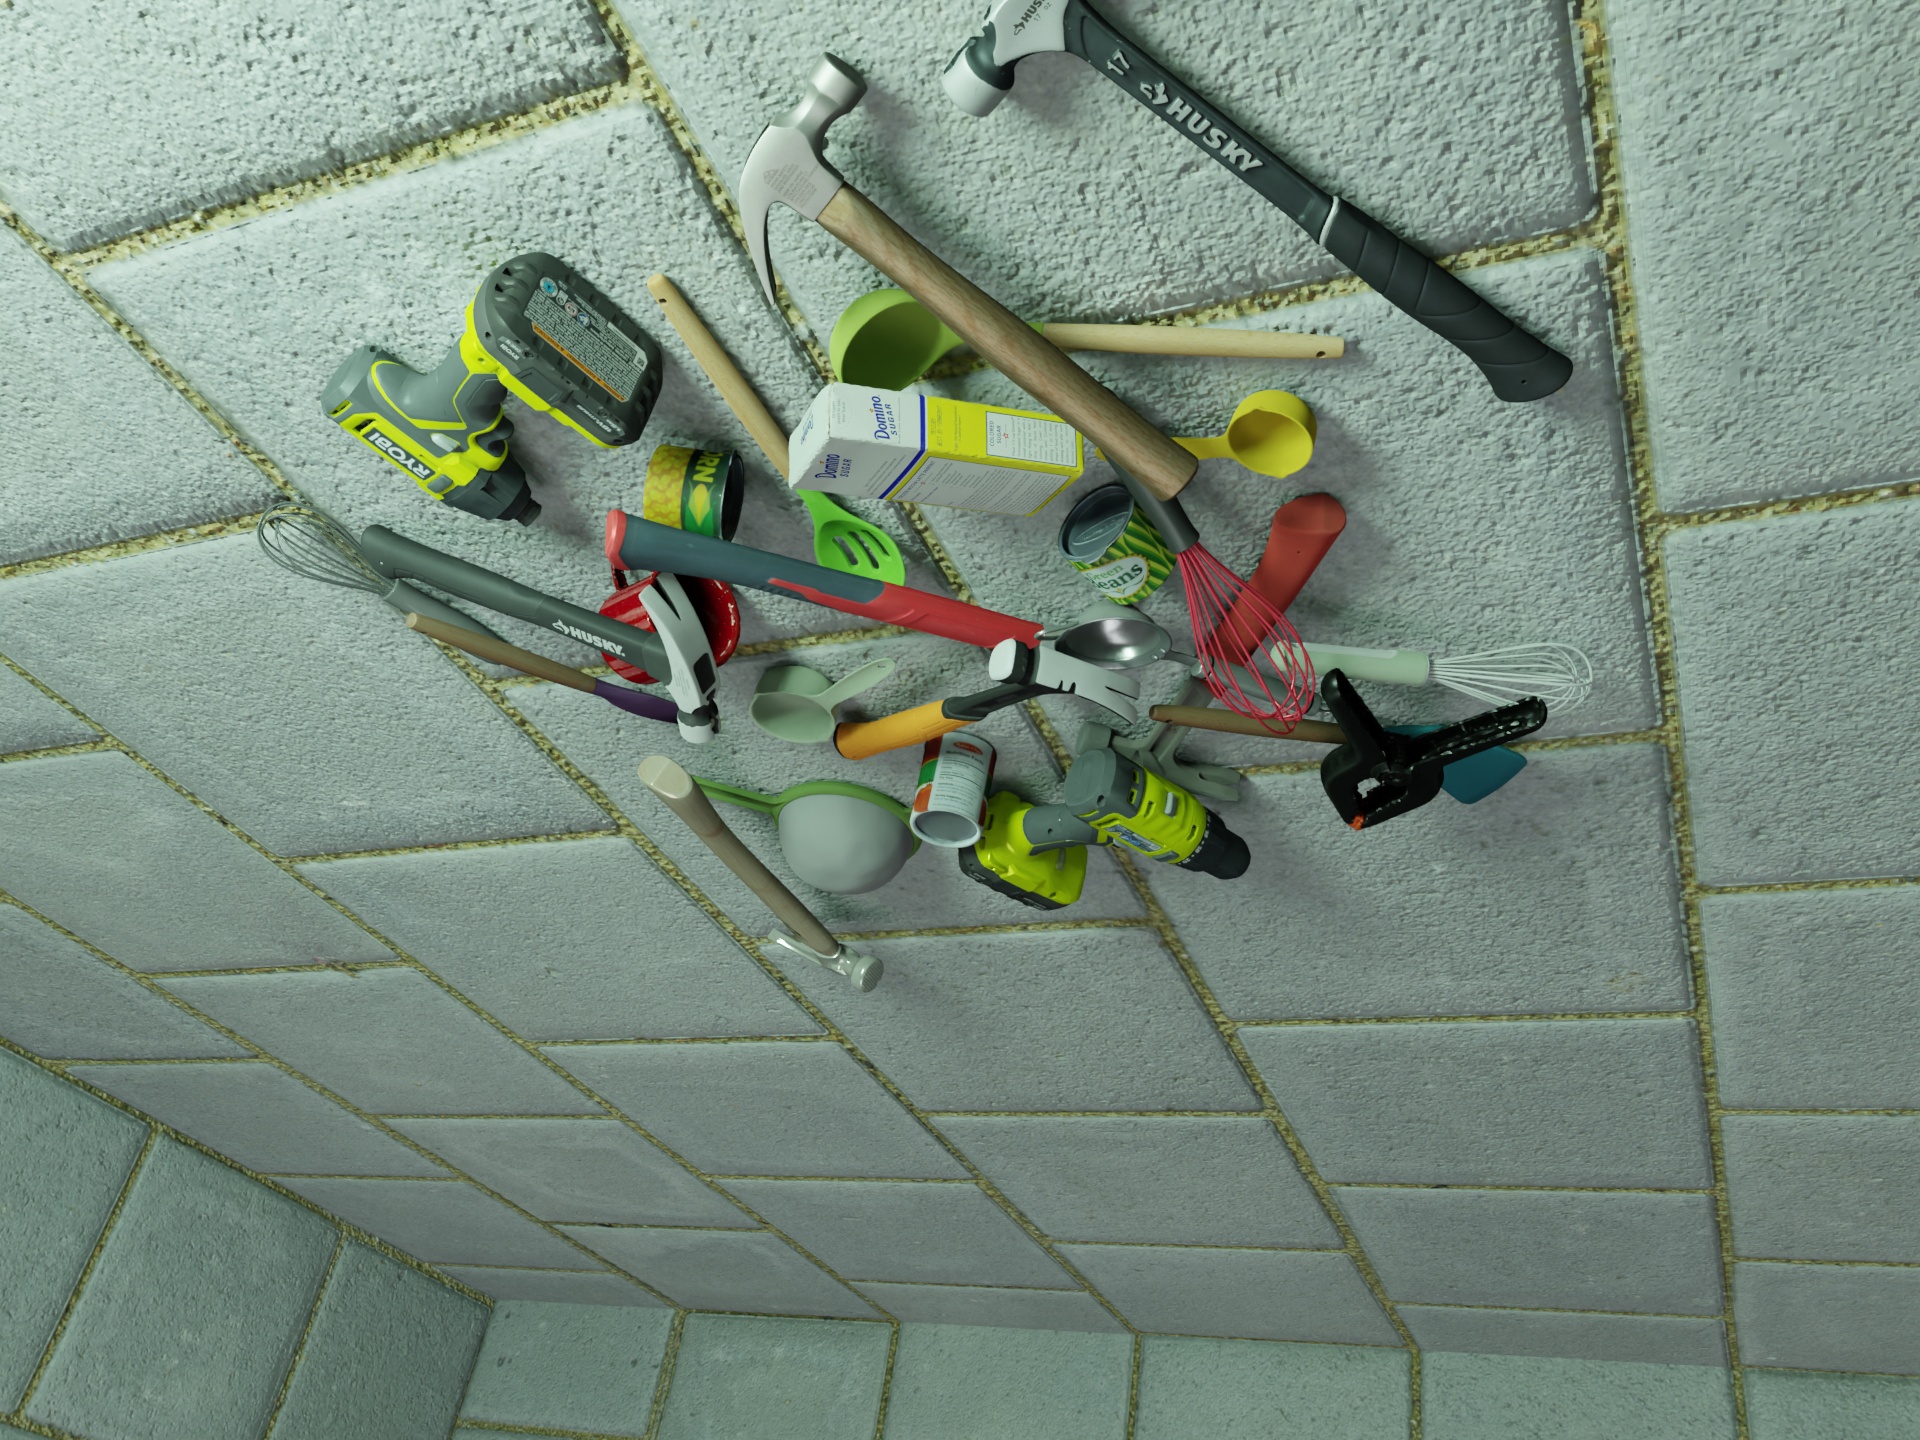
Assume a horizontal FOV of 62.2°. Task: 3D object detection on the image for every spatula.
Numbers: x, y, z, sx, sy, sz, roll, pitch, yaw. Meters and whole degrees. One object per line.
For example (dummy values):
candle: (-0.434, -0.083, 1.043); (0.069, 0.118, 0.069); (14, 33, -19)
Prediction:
spatula: (-0.333, -0.037, 1.340); (0.060, 0.018, 0.315); (-8, 161, 33)
spatula: (0.296, 0.018, 1.266); (0.317, 0.044, 0.082); (6, 149, -19)

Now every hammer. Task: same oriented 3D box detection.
hammer: (-0.066, -0.099, 1.164); (0.386, 0.038, 0.143); (13, 146, -27)
hammer: (-0.334, -0.093, 1.234); (0.335, 0.035, 0.146); (21, 140, 21)
hammer: (-0.210, 0.148, 1.567); (0.146, 0.038, 0.410); (21, 158, 33)
hammer: (0.214, -0.048, 1.235); (0.149, 0.037, 0.358); (16, 146, -7)
hammer: (-0.002, -0.004, 1.292); (0.127, 0.034, 0.337); (17, 162, -30)
hammer: (0.011, -0.236, 0.952); (0.331, 0.031, 0.130); (35, 116, -20)
hammer: (0.195, -0.294, 0.889); (0.408, 0.036, 0.149); (27, 141, -23)

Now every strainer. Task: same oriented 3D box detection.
strainer: (0.172, -0.045, 1.185); (0.258, 0.050, 0.087); (18, 153, -19)
strainer: (-0.165, 0.111, 1.539); (0.256, 0.069, 0.151); (17, 145, -11)

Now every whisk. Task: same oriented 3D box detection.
whisk: (0.351, -0.038, 1.181); (0.246, 0.058, 0.059); (5, 109, -5)
whisk: (-0.479, -0.108, 1.336); (0.055, 0.055, 0.238); (-21, 138, 38)
whisk: (0.163, -0.106, 1.091); (0.073, 0.073, 0.295); (-18, 118, 36)

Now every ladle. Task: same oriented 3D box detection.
ladle: (0.077, -0.231, 0.995); (0.320, 0.062, 0.078); (4, 150, 6)

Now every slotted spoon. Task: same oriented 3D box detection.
slotted spoon: (-0.128, -0.193, 1.131); (0.070, 0.031, 0.313); (-10, 139, 27)

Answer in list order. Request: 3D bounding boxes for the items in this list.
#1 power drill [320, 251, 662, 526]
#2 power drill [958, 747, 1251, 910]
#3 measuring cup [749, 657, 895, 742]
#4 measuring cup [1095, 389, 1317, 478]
power drill: (-0.317, -0.218, 1.108); (0.223, 0.080, 0.171); (-17, 136, 40)
power drill: (0.125, 0.106, 1.417); (0.190, 0.080, 0.228); (29, 149, -29)
measuring cup: (-0.111, -0.032, 1.350); (0.083, 0.038, 0.167); (35, 137, -31)
measuring cup: (0.163, -0.191, 1.062); (0.156, 0.029, 0.062); (2, 142, 33)
